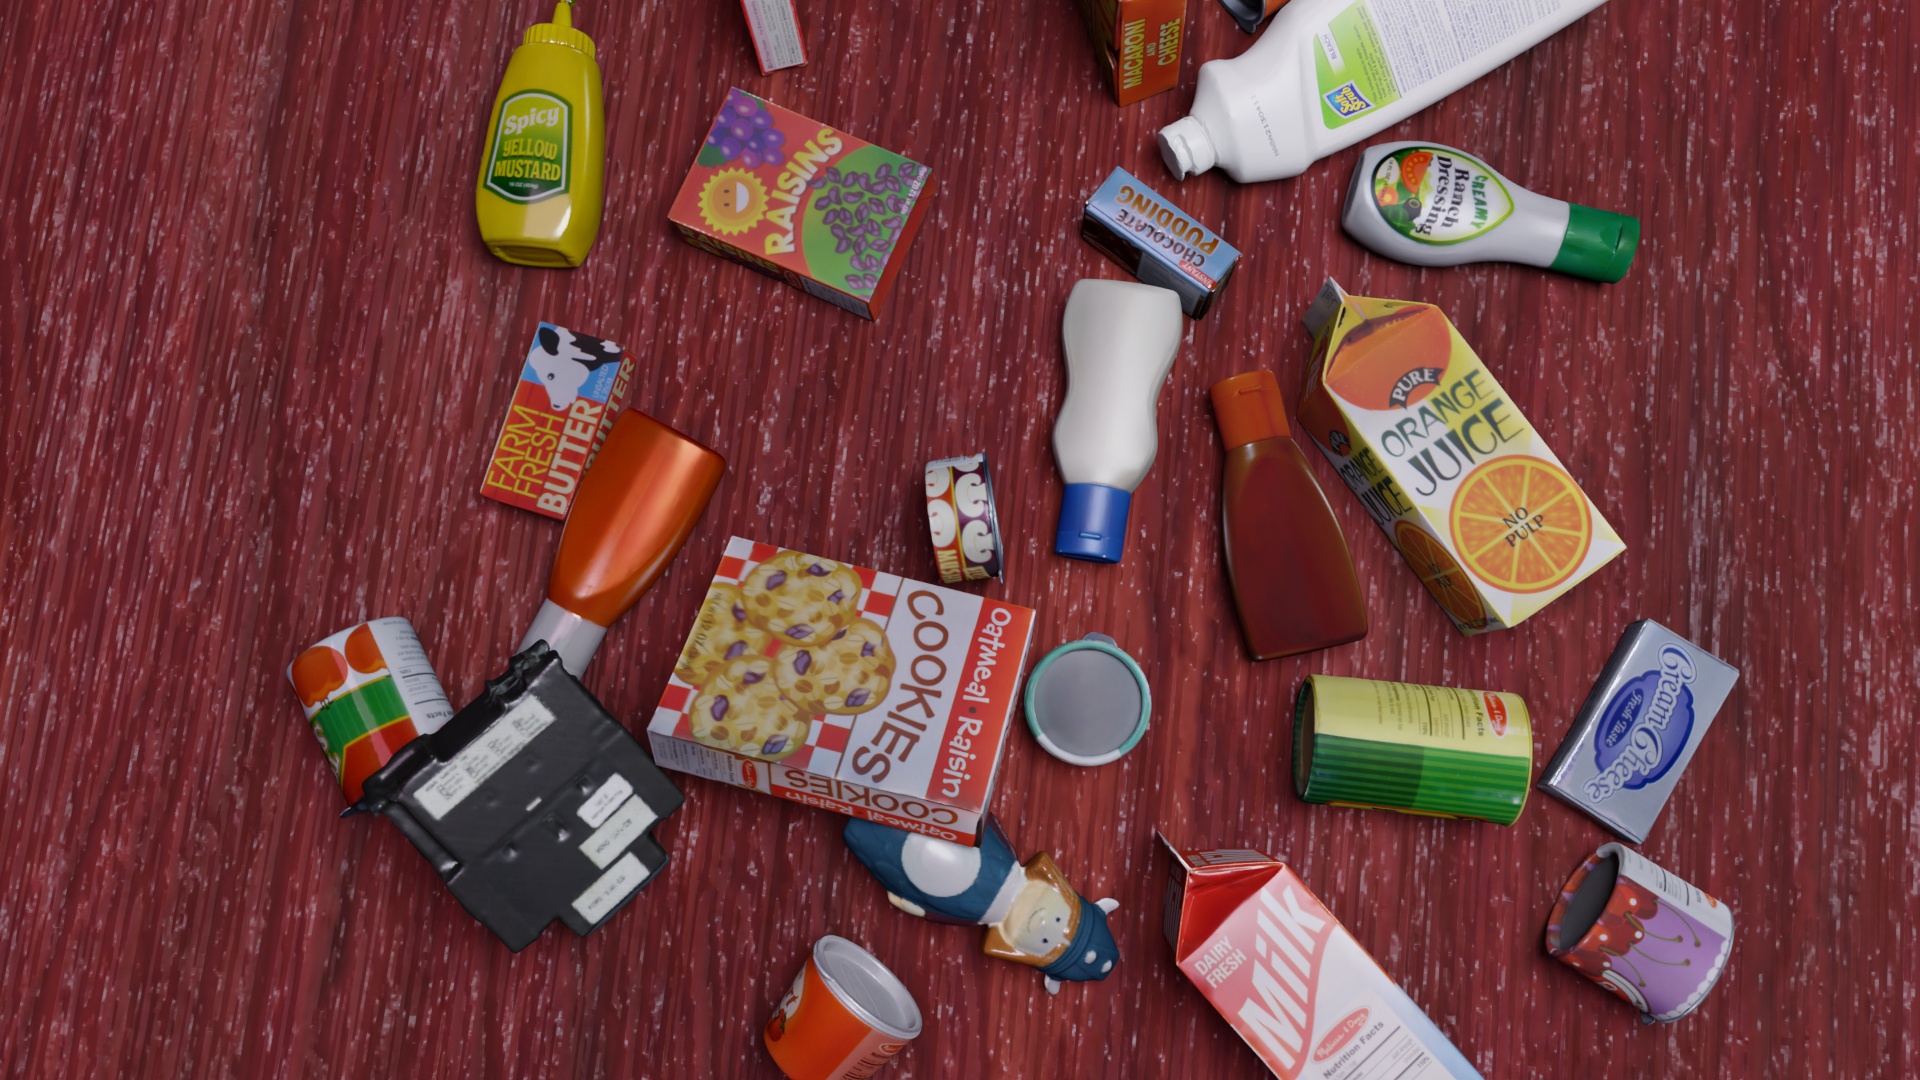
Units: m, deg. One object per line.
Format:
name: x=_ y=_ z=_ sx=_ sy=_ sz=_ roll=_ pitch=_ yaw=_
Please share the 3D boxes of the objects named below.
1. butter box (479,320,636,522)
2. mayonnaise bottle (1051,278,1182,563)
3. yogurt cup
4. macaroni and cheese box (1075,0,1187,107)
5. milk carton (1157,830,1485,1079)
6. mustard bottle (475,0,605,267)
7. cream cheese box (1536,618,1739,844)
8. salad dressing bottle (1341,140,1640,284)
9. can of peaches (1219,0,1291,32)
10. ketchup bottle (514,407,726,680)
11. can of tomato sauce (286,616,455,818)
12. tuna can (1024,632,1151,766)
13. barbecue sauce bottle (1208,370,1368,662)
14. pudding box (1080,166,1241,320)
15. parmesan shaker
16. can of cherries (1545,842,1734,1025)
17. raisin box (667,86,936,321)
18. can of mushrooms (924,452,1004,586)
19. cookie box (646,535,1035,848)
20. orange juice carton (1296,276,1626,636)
butter box: x=-0.222 y=-0.064 z=0.768 sx=0.053 sy=0.024 sz=0.103 roll=16 pitch=83 yaw=6
mayonnaise bottle: x=0.078 y=-0.063 z=0.743 sx=0.065 sy=0.041 sz=0.148 roll=9 pitch=84 yaw=6
yogurt cup: x=-0.061 y=0.242 z=0.696 sx=0.072 sy=0.072 sz=0.054 roll=40 pitch=94 yaw=8
macaroni and cheese box: x=0.072 y=-0.334 z=0.740 sx=0.040 sy=0.123 sz=0.166 roll=-20 pitch=82 yaw=4
milk carton: x=0.165 y=0.219 z=0.682 sx=0.073 sy=0.072 sz=0.190 roll=-42 pitch=83 yaw=-3
mustard bottle: x=-0.232 y=-0.236 z=0.780 sx=0.065 sy=0.048 sz=0.160 roll=3 pitch=82 yaw=2
cream cheese box: x=0.347 y=0.097 z=0.713 sx=0.053 sy=0.024 sz=0.104 roll=32 pitch=85 yaw=7
salad dressing bottle: x=0.283 y=-0.172 z=0.745 sx=0.148 sy=0.044 sz=0.064 roll=14 pitch=85 yaw=5
can of peaches: x=0.171 y=-0.326 z=0.764 sx=0.058 sy=0.071 sz=0.071 roll=-35 pitch=82 yaw=-2
ketchup bottle: x=-0.187 y=0.006 z=0.746 sx=0.065 sy=0.043 sz=0.149 roll=28 pitch=85 yaw=5
can of tomato sauce: x=-0.306 y=0.092 z=0.729 sx=0.071 sy=0.071 sz=0.083 roll=-30 pitch=81 yaw=-1
tuna can: x=0.067 y=0.082 z=0.726 sx=0.071 sy=0.033 sz=0.071 roll=0 pitch=82 yaw=3
barbecue sauce bottle: x=0.165 y=-0.014 z=0.729 sx=0.065 sy=0.043 sz=0.148 roll=-13 pitch=81 yaw=1
pudding box: x=0.107 y=-0.160 z=0.750 sx=0.084 sy=0.049 sz=0.030 roll=37 pitch=84 yaw=8
parmesan shaker: x=0.224 y=0.103 z=0.700 sx=0.103 sy=0.071 sz=0.071 roll=5 pitch=83 yaw=5
can of cherries: x=0.329 y=0.193 z=0.679 sx=0.058 sy=0.071 sz=0.071 roll=31 pitch=85 yaw=7
raisin box: x=-0.087 y=-0.187 z=0.771 sx=0.123 sy=0.040 sz=0.086 roll=23 pitch=85 yaw=5
can of mushrooms: x=0.003 y=-0.009 z=0.726 sx=0.033 sy=0.071 sz=0.071 roll=-8 pitch=82 yaw=3
cookie box: x=-0.056 y=0.074 z=0.705 sx=0.167 sy=0.040 sz=0.123 roll=13 pitch=53 yaw=5
orange juice carton: x=0.240 y=-0.049 z=0.716 sx=0.073 sy=0.071 sz=0.193 roll=-35 pitch=82 yaw=-2
